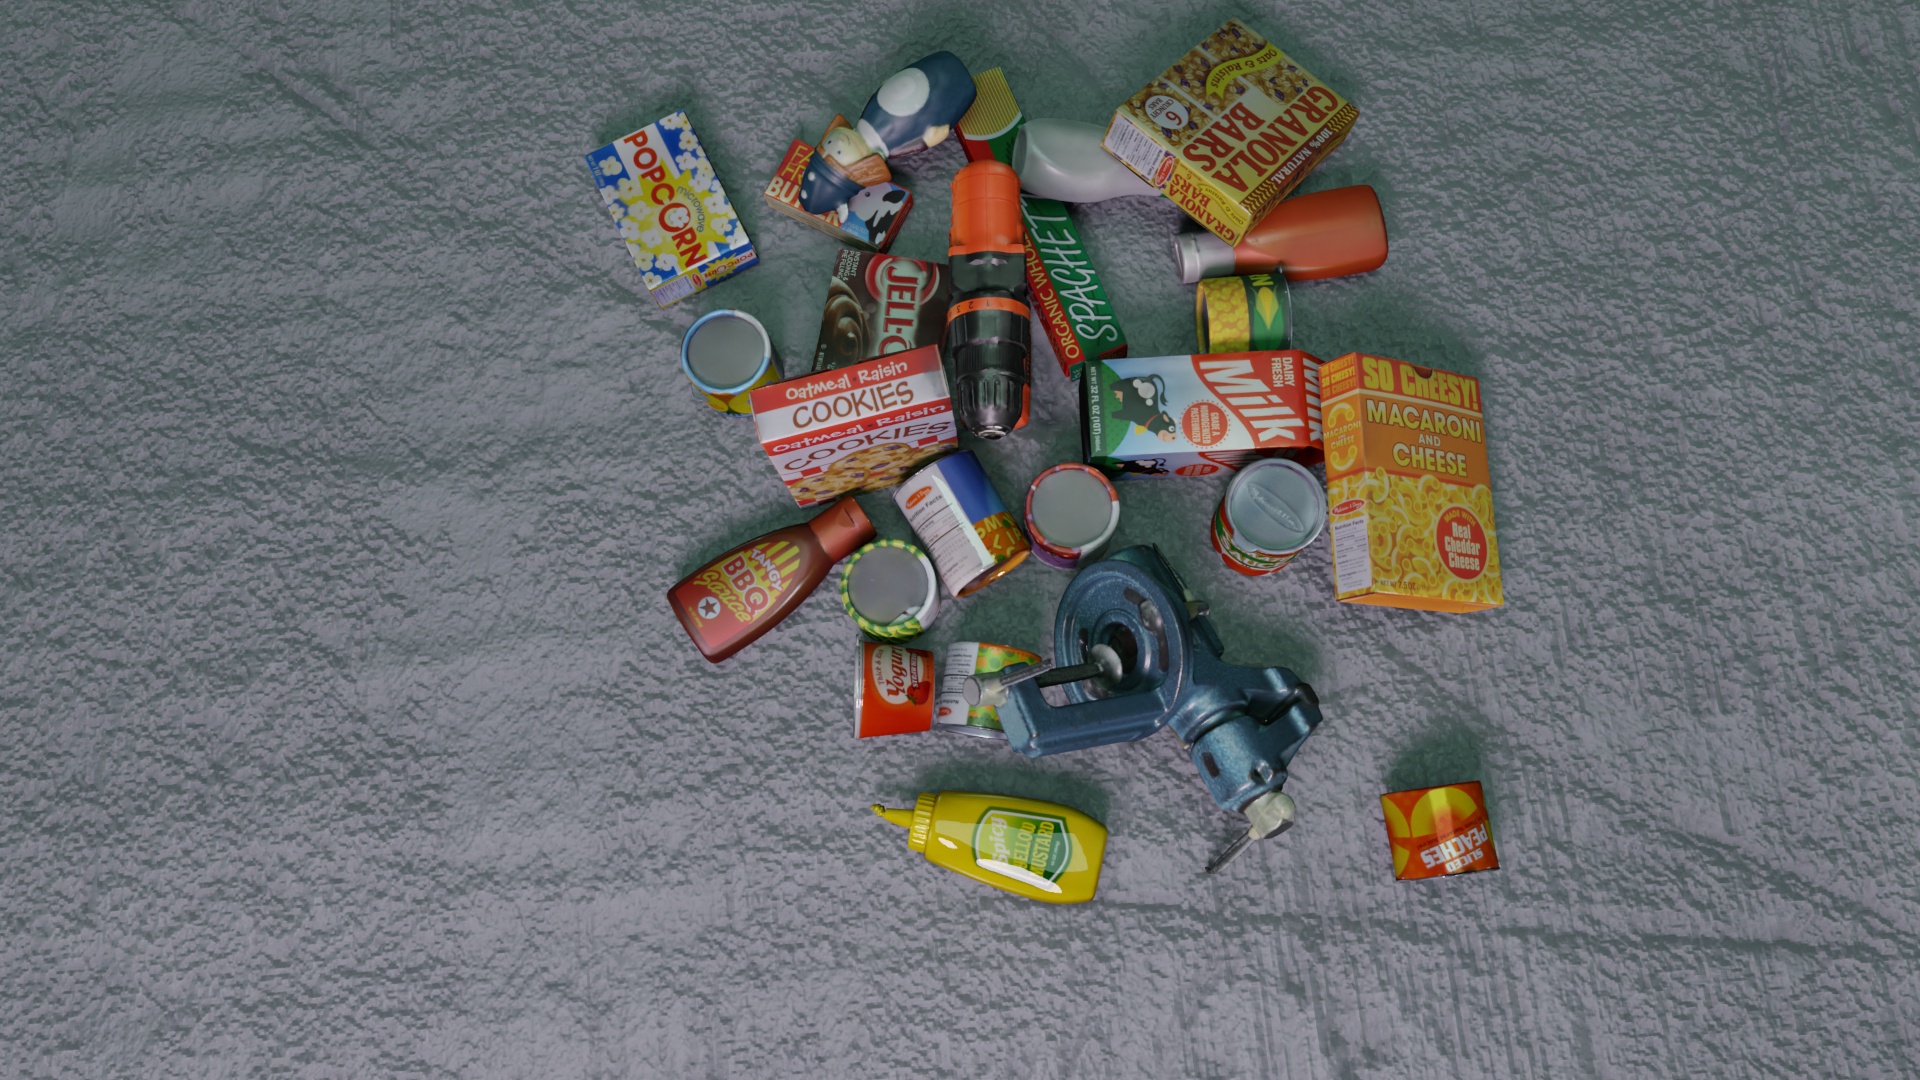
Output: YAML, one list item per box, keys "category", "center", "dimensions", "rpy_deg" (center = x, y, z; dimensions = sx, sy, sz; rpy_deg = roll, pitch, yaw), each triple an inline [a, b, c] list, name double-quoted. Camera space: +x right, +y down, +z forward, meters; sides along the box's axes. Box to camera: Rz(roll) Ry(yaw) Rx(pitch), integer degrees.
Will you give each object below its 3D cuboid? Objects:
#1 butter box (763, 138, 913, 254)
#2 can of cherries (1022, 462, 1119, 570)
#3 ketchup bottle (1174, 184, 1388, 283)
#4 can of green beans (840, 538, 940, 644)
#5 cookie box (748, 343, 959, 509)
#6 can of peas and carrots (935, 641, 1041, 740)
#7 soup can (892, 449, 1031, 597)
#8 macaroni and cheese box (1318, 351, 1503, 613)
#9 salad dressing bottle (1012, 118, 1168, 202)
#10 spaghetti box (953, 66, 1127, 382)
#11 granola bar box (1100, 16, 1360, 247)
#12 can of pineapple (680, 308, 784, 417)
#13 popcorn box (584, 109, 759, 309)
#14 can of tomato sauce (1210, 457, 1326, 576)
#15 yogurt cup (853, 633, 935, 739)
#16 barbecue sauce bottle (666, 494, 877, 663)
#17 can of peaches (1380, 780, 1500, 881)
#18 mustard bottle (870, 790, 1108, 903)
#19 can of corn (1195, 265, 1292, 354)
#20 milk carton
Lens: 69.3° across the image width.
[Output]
- category: "butter box"
  center: [-0.093, -0.260, 1.056]
  dimensions: [0.103, 0.024, 0.053]
  rpy_deg: [26, 79, 8]
- category: "can of cherries"
  center: [0.075, -0.018, 0.976]
  dimensions: [0.071, 0.058, 0.071]
  rpy_deg: [0, 78, 2]
- category: "ketchup bottle"
  center: [0.234, -0.220, 1.024]
  dimensions: [0.149, 0.043, 0.065]
  rpy_deg: [-9, 75, 0]
- category: "can of green beans"
  center: [-0.048, 0.036, 0.969]
  dimensions: [0.071, 0.057, 0.071]
  rpy_deg: [-1, 77, 2]
- category: "cookie box"
  center: [-0.066, -0.074, 0.939]
  dimensions: [0.123, 0.167, 0.040]
  rpy_deg: [-15, 77, -1]
- category: "can of peas and carrots"
  center: [0.022, 0.104, 0.948]
  dimensions: [0.071, 0.071, 0.059]
  rpy_deg: [8, 77, 4]
- category: "soup can"
  center: [0.003, -0.012, 0.976]
  dimensions: [0.071, 0.071, 0.084]
  rpy_deg: [-30, 79, -4]
- category: "macaroni and cheese box"
  center: [0.309, -0.038, 0.953]
  dimensions: [0.124, 0.040, 0.167]
  rpy_deg: [6, 75, -29]
- category: "salad dressing bottle"
  center: [0.114, -0.276, 1.024]
  dimensions: [0.148, 0.043, 0.064]
  rpy_deg: [4, 58, -14]
- category: "spaghetti box"
  center: [0.055, -0.240, 1.043]
  dimensions: [0.050, 0.028, 0.250]
  rpy_deg: [-22, 77, -2]
- category: "granola bar box"
  center: [0.199, -0.300, 1.014]
  dimensions: [0.124, 0.039, 0.166]
  rpy_deg: [40, 58, 9]
- category: "can of pineapple"
  center: [-0.167, -0.128, 1.011]
  dimensions: [0.071, 0.057, 0.071]
  rpy_deg: [0, 78, 2]
- category: "popcorn box"
  center: [-0.219, -0.252, 1.052]
  dimensions: [0.085, 0.038, 0.127]
  rpy_deg: [-26, 78, -4]
- category: "can of tomato sauce"
  center: [0.209, -0.013, 0.957]
  dimensions: [0.071, 0.083, 0.071]
  rpy_deg: [-1, 78, 2]
- category: "yogurt cup"
  center: [-0.046, 0.103, 0.952]
  dimensions: [0.054, 0.072, 0.072]
  rpy_deg: [2, 77, -5]
- category: "barbecue sauce bottle"
  center: [-0.130, 0.022, 0.983]
  dimensions: [0.149, 0.043, 0.065]
  rpy_deg: [-34, 77, -6]
- category: "can of peaches"
  center: [0.315, 0.191, 0.913]
  dimensions: [0.071, 0.071, 0.058]
  rpy_deg: [-7, 76, 1]
- category: "mustard bottle"
  center: [0.016, 0.200, 0.934]
  dimensions: [0.160, 0.048, 0.065]
  rpy_deg: [11, 76, 5]
- category: "can of corn"
  center: [0.203, -0.160, 0.999]
  dimensions: [0.058, 0.071, 0.071]
  rpy_deg: [-4, 77, 2]
- category: "milk carton"
  center: [0.182, -0.088, 0.981]
  dimensions: [0.191, 0.073, 0.072]
  rpy_deg: [-3, 78, 1]
